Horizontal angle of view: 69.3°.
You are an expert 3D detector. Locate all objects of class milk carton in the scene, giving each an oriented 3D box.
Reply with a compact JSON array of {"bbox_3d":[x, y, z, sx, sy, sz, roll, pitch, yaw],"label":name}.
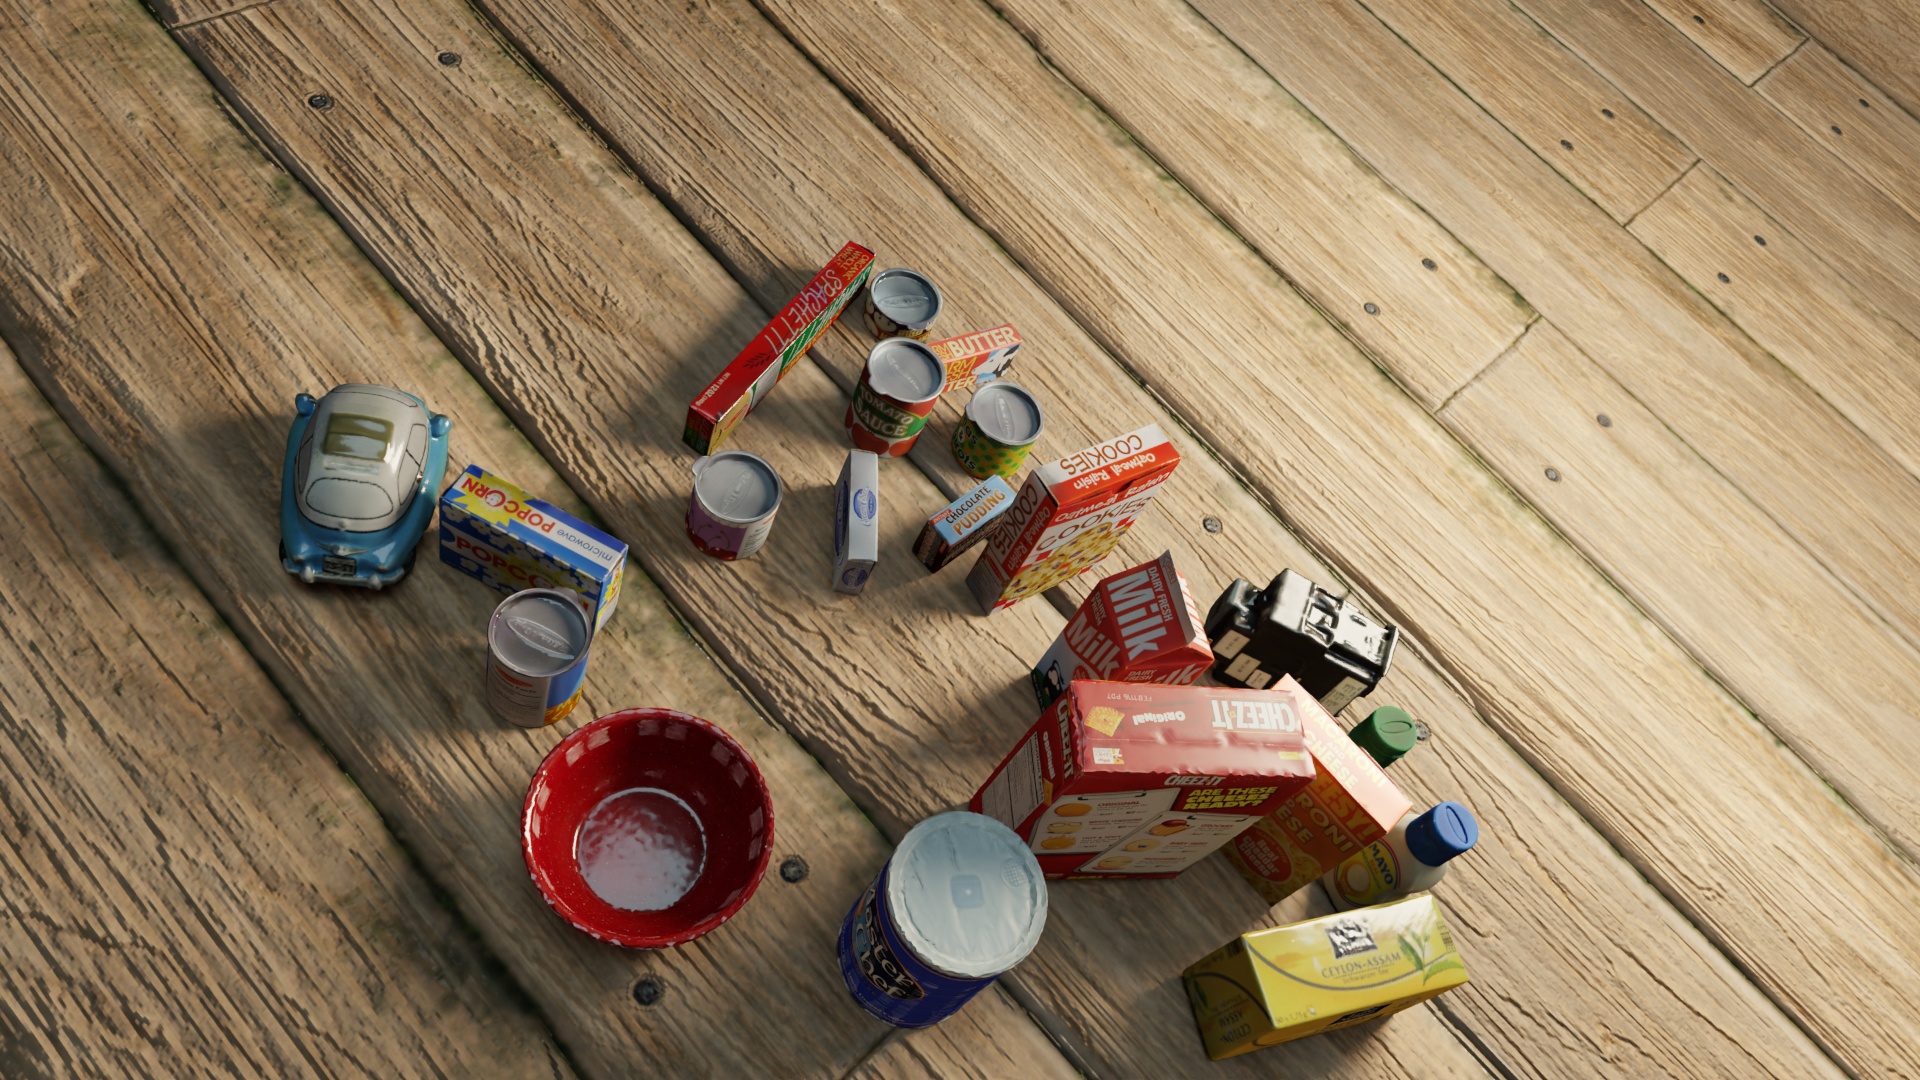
[{"bbox_3d":[0.123,0.084,1.023,0.073,0.189,0.072,-2,60,-21],"label":"milk carton"}]

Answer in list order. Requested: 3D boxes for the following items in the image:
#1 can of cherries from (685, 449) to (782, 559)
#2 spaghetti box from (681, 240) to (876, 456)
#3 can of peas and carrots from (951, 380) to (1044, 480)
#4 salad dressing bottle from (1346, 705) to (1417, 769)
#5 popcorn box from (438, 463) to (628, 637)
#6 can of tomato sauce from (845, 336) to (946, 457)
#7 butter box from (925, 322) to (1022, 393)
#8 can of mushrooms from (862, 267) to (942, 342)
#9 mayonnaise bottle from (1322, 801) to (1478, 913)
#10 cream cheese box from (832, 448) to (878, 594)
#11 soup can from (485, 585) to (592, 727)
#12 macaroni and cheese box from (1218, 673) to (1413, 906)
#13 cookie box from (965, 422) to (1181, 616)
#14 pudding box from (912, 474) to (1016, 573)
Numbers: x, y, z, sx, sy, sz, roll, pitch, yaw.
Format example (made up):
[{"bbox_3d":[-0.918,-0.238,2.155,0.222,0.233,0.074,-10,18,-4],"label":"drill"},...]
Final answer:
[{"bbox_3d":[-0.177,-0.028,1.066,0.071,0.058,0.072,9,56,-14],"label":"can of cherries"},{"bbox_3d":[-0.149,-0.166,1.170,0.029,0.050,0.251,34,54,3],"label":"spaghetti box"},{"bbox_3d":[0.029,-0.093,1.183,0.071,0.058,0.071,9,56,-14],"label":"can of peas and carrots"},{"bbox_3d":[0.291,0.172,1.055,0.064,0.147,0.044,-2,60,-21],"label":"salad dressing bottle"},{"bbox_3d":[-0.302,0.009,0.980,0.127,0.084,0.038,28,54,-1],"label":"popcorn box"},{"bbox_3d":[-0.056,-0.116,1.152,0.071,0.082,0.071,9,56,-14],"label":"can of tomato sauce"},{"bbox_3d":[0.001,-0.156,1.217,0.104,0.052,0.024,-18,67,-29],"label":"butter box"},{"bbox_3d":[-0.052,-0.206,1.242,0.071,0.033,0.071,9,56,-14],"label":"can of mushrooms"},{"bbox_3d":[0.323,0.235,1.026,0.041,0.147,0.065,-9,63,-25],"label":"mayonnaise bottle"},{"bbox_3d":[-0.083,-0.015,1.095,0.024,0.053,0.104,8,57,-15],"label":"cream cheese box"},{"bbox_3d":[-0.285,0.079,0.943,0.071,0.083,0.071,9,56,-14],"label":"soup can"},{"bbox_3d":[0.233,0.184,1.014,0.040,0.165,0.124,-34,75,-33],"label":"macaroni and cheese box"},{"bbox_3d":[0.086,-0.014,1.086,0.123,0.166,0.040,-22,69,-30],"label":"cookie box"},{"bbox_3d":[0.004,-0.014,1.129,0.084,0.049,0.030,-34,75,-34],"label":"pudding box"}]
